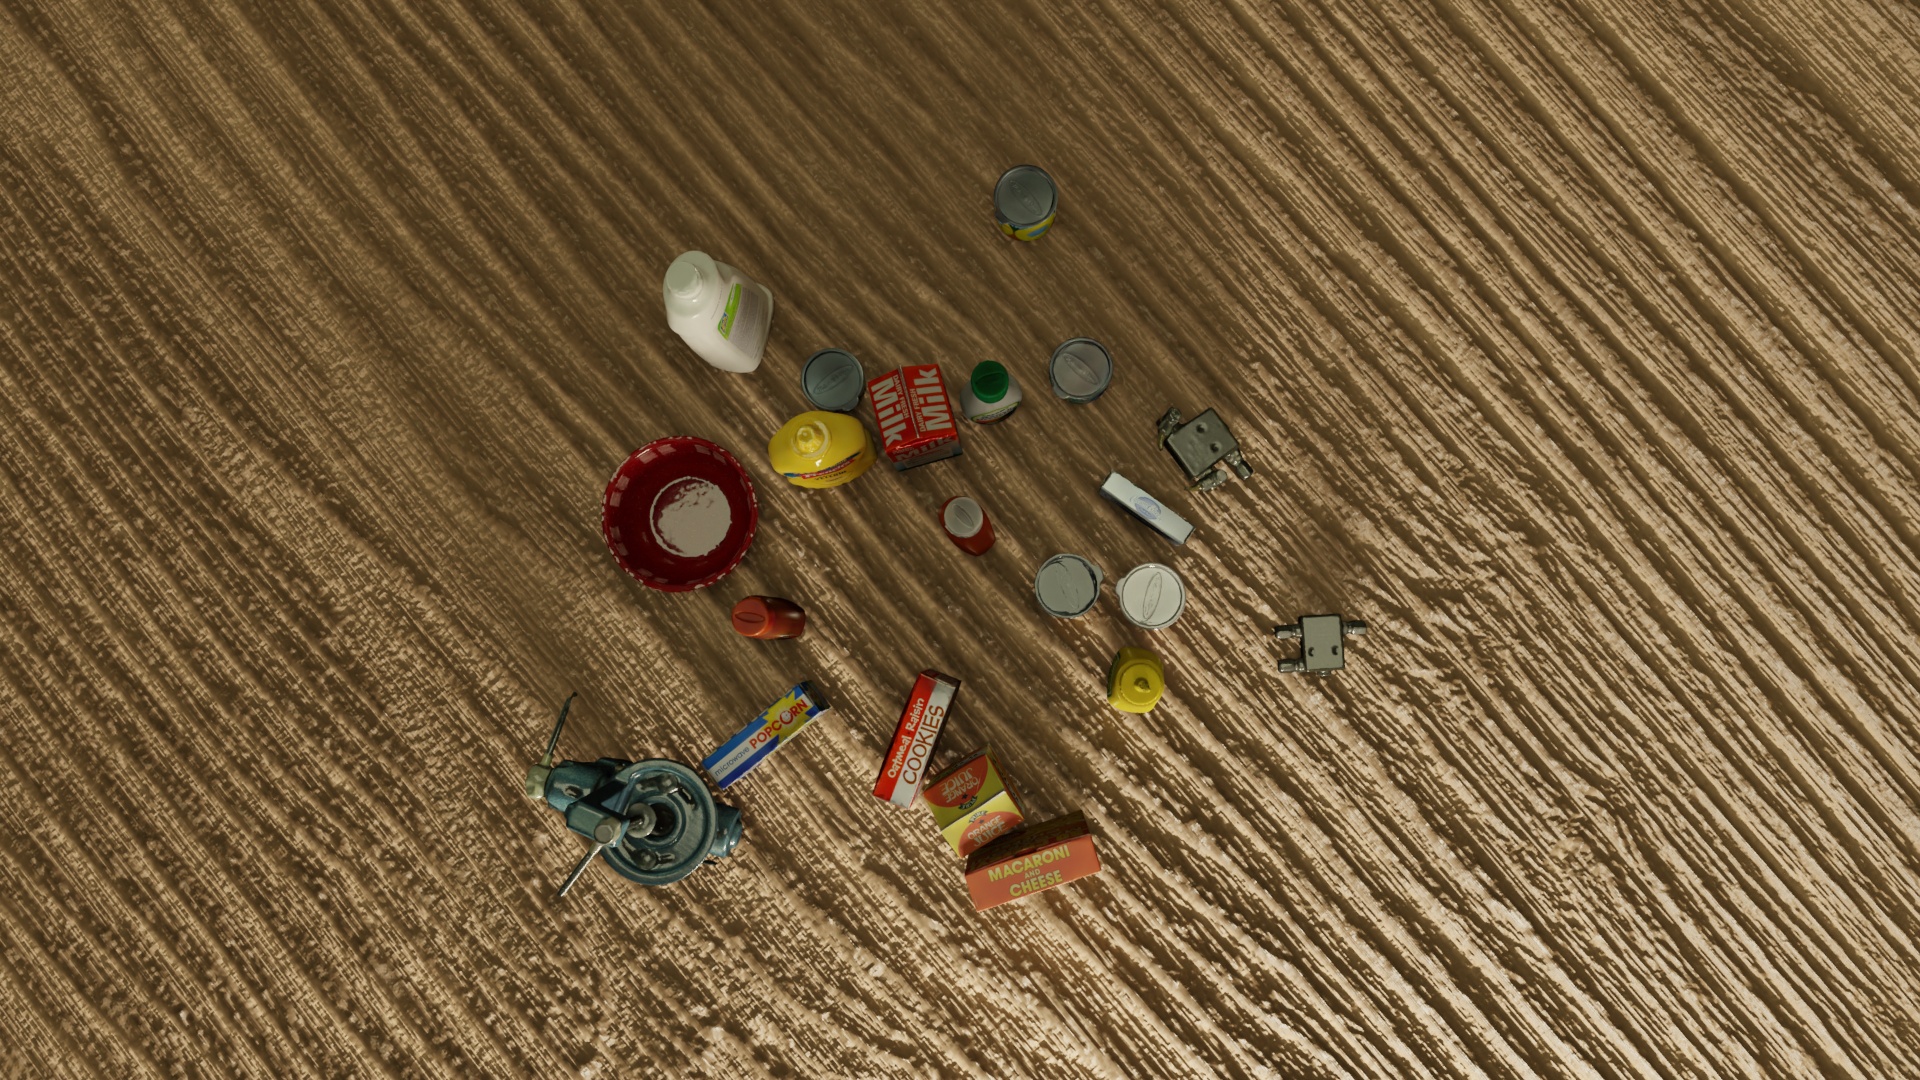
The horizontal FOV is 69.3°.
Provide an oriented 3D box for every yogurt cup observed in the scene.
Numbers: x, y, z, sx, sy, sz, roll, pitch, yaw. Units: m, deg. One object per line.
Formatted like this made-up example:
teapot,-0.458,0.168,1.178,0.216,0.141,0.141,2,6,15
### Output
yogurt cup,0.193,0.057,1.417,0.072,0.054,0.072,0,86,2

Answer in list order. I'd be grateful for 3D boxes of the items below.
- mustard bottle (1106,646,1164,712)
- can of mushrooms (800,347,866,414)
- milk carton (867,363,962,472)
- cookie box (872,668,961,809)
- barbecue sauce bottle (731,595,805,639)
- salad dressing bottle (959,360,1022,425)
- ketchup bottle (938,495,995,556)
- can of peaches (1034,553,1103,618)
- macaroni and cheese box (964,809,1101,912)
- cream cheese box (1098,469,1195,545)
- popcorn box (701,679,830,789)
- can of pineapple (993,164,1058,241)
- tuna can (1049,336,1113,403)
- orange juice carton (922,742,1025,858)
mustard bottle,0.172,0.137,1.357,0.049,0.160,0.065,13,87,3
can of mushrooms,-0.131,-0.164,1.457,0.071,0.033,0.071,0,85,2
milk carton,-0.044,-0.122,1.371,0.073,0.190,0.072,-15,86,1
cookie box,-0.041,0.190,1.357,0.040,0.167,0.123,21,87,4
barbecue sauce bottle,-0.195,0.076,1.382,0.065,0.148,0.043,10,86,3
salad dressing bottle,0.030,-0.149,1.392,0.064,0.147,0.044,-18,85,1
ketchup bottle,0.005,-0.017,1.382,0.043,0.148,0.065,-43,85,-1
can of peaches,0.110,0.047,1.418,0.071,0.058,0.071,0,86,2
macaroni and cheese box,0.068,0.307,1.344,0.124,0.166,0.040,-18,85,1
cream cheese box,0.190,-0.032,1.424,0.104,0.053,0.024,35,88,4
popcorn box,-0.195,0.195,1.404,0.127,0.085,0.038,-39,85,-1
can of pineapple,0.066,-0.351,1.453,0.071,0.058,0.071,0,86,2
tuna can,0.124,-0.175,1.449,0.071,0.033,0.071,0,85,2
orange juice carton,0.014,0.250,1.338,0.072,0.192,0.073,-31,85,0
